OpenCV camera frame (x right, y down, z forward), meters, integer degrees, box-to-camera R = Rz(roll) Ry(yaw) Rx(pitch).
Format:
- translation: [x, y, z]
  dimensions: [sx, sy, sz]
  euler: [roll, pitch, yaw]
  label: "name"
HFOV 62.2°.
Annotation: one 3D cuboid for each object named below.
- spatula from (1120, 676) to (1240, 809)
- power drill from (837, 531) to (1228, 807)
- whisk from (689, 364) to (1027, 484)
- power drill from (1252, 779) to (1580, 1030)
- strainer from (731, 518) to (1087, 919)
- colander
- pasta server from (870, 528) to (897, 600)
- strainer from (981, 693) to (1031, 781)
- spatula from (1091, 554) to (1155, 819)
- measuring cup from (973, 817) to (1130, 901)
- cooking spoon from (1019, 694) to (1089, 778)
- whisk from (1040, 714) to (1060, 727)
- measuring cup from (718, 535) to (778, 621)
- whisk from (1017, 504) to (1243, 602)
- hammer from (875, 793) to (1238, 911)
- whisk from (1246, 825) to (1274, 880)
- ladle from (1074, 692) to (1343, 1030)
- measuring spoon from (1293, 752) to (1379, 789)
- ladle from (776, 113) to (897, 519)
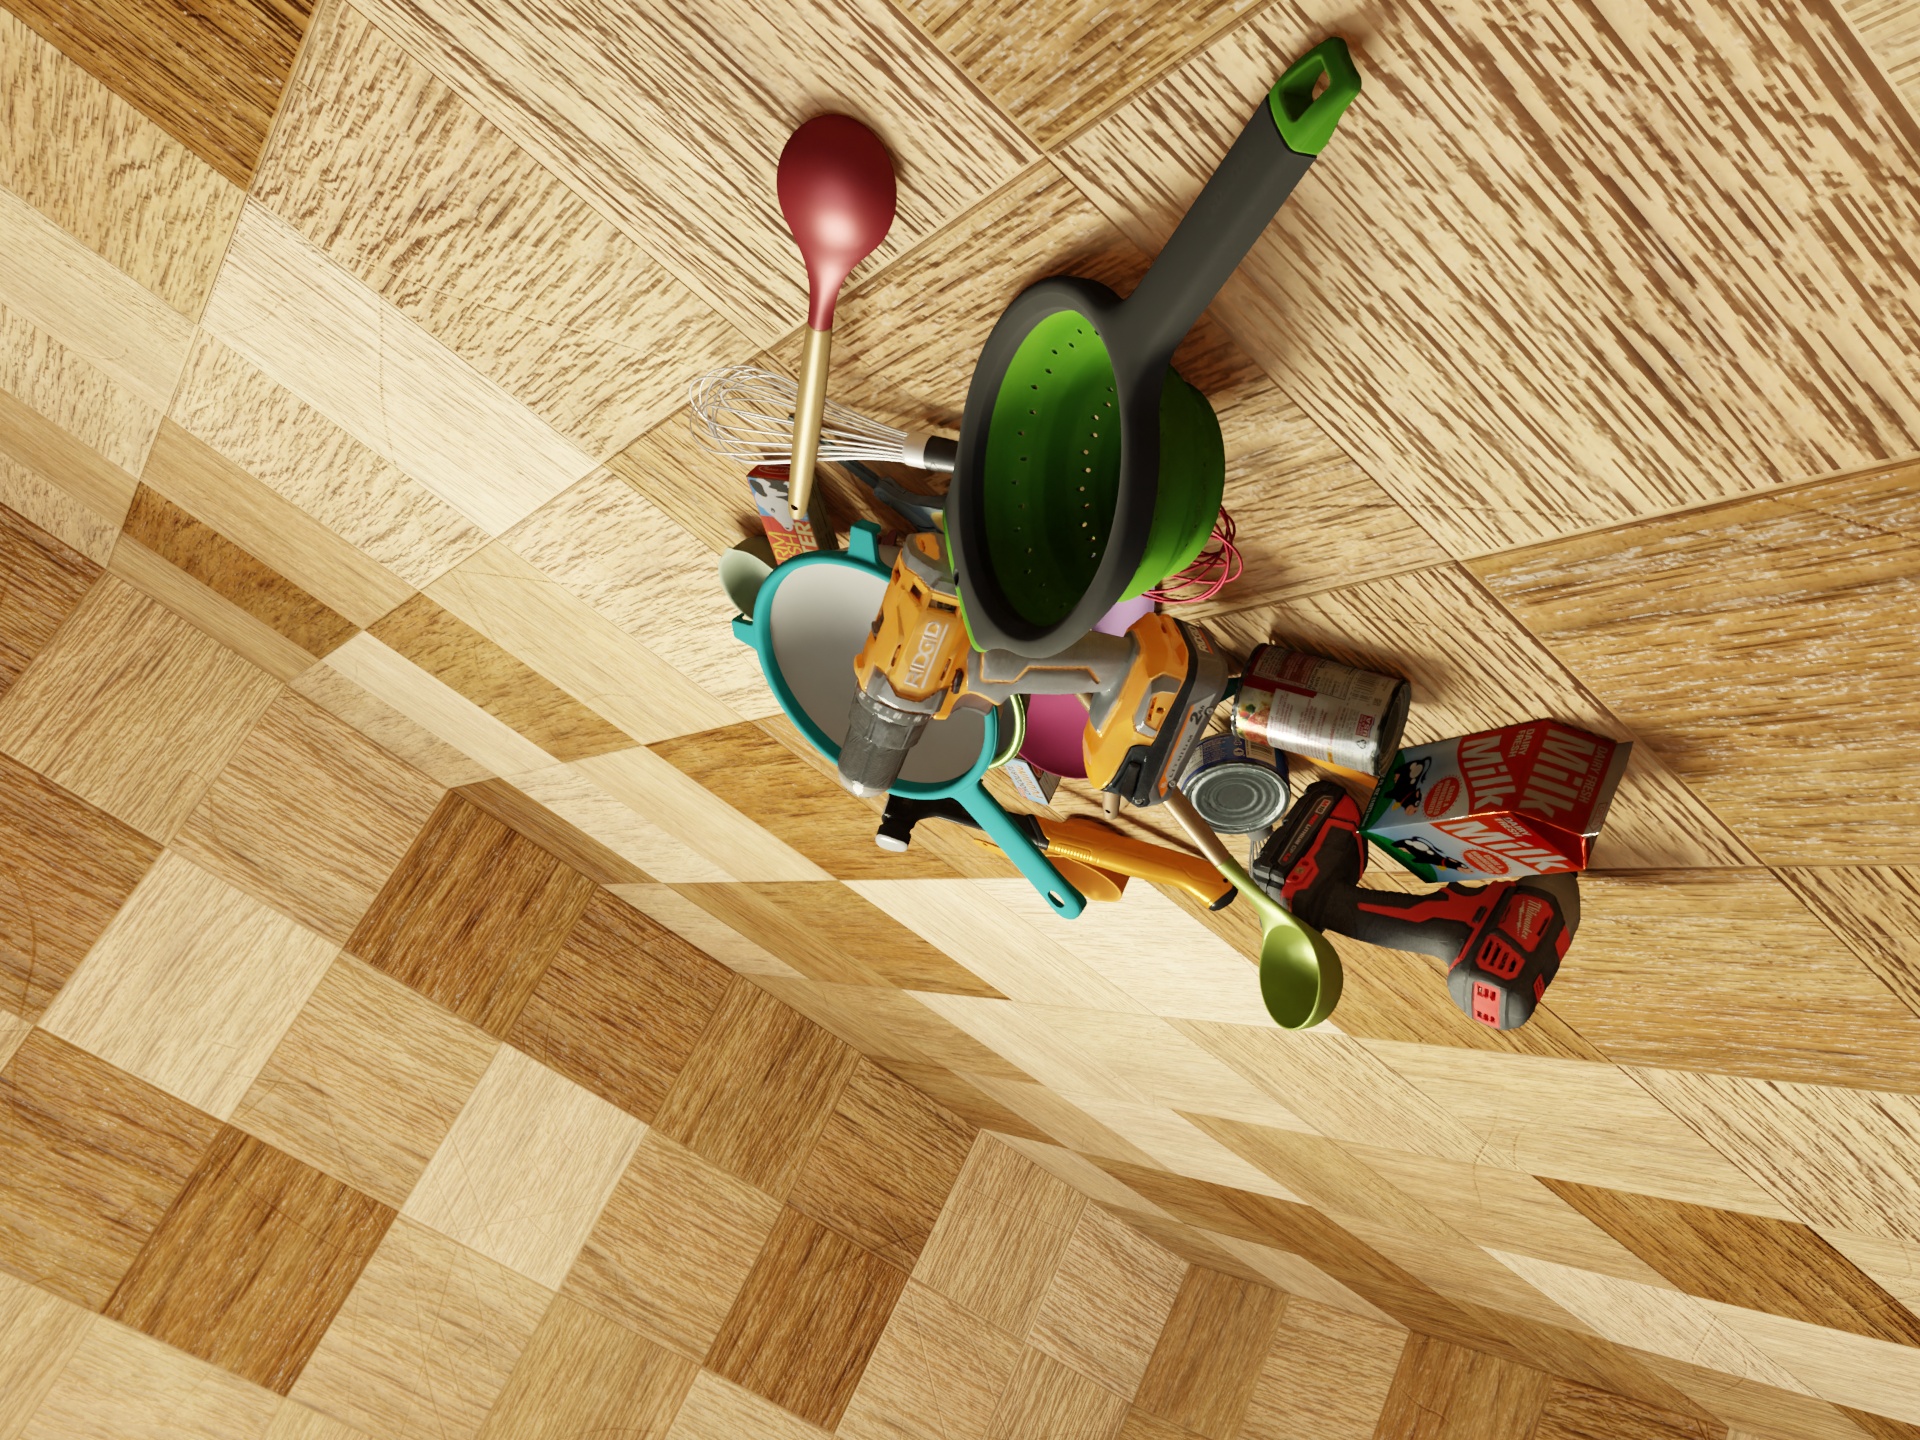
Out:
- translation: [0.157, 0.026, 1.255]
  dimensions: [0.044, 0.082, 0.317]
  euler: [58, 166, 16]
  label: "spatula"
- translation: [0.038, -0.010, 1.046]
  dimensions: [0.226, 0.084, 0.185]
  euler: [15, 117, -16]
  label: "power drill"
- translation: [-0.056, -0.184, 1.053]
  dimensions: [0.285, 0.070, 0.070]
  euler: [15, 156, 19]
  label: "whisk"
- translation: [0.340, 0.130, 1.176]
  dimensions: [0.220, 0.143, 0.078]
  euler: [20, 143, 34]
  label: "power drill"
- translation: [-0.002, -0.004, 1.181]
  dimensions: [0.340, 0.095, 0.211]
  euler: [50, 140, -9]
  label: "strainer"
- translation: [0.111, -0.174, 0.812]
  dimensions: [0.094, 0.205, 0.397]
  euler: [0, 152, -25]
  label: "colander"
- translation: [-0.106, -0.097, 1.328]
  dimensions: [0.060, 0.040, 0.316]
  euler: [36, 158, -20]
  label: "pasta server"
- translation: [0.028, -0.062, 1.232]
  dimensions: [0.151, 0.069, 0.256]
  euler: [47, 140, 0]
  label: "strainer"
- translation: [0.116, -0.019, 1.200]
  dimensions: [0.060, 0.018, 0.315]
  euler: [23, 147, 21]
  label: "spatula"
- translation: [0.093, 0.124, 1.572]
  dimensions: [0.174, 0.052, 0.095]
  euler: [16, 156, 34]
  label: "measuring cup"
- translation: [-0.007, -0.031, 1.357]
  dimensions: [0.319, 0.069, 0.017]
  euler: [24, -173, 23]
  label: "cooking spoon"
- translation: [-0.019, -0.021, 1.392]
  dimensions: [0.245, 0.047, 0.051]
  euler: [14, 153, 26]
  label: "whisk"
- translation: [-0.130, -0.124, 1.295]
  dimensions: [0.167, 0.038, 0.083]
  euler: [-11, 118, 45]
  label: "measuring cup"
- translation: [0.067, -0.124, 1.039]
  dimensions: [0.296, 0.073, 0.073]
  euler: [14, 156, 48]
  label: "whisk"
- translation: [0.097, 0.104, 1.487]
  dimensions: [0.337, 0.127, 0.034]
  euler: [16, 156, 4]
  label: "hammer"
- translation: [0.245, 0.091, 1.320]
  dimensions: [0.055, 0.055, 0.238]
  euler: [11, 148, 38]
  label: "whisk"
- translation: [0.167, 0.088, 1.154]
  dimensions: [0.320, 0.062, 0.078]
  euler: [51, 151, -1]
  label: "ladle"
- translation: [0.286, 0.040, 1.196]
  dimensions: [0.117, 0.011, 0.021]
  euler: [26, 159, 6]
  label: "measuring spoon"
- translation: [-0.087, -0.221, 0.952]
  dimensions: [0.069, 0.031, 0.315]
  euler: [24, 148, 4]
  label: "ladle"
